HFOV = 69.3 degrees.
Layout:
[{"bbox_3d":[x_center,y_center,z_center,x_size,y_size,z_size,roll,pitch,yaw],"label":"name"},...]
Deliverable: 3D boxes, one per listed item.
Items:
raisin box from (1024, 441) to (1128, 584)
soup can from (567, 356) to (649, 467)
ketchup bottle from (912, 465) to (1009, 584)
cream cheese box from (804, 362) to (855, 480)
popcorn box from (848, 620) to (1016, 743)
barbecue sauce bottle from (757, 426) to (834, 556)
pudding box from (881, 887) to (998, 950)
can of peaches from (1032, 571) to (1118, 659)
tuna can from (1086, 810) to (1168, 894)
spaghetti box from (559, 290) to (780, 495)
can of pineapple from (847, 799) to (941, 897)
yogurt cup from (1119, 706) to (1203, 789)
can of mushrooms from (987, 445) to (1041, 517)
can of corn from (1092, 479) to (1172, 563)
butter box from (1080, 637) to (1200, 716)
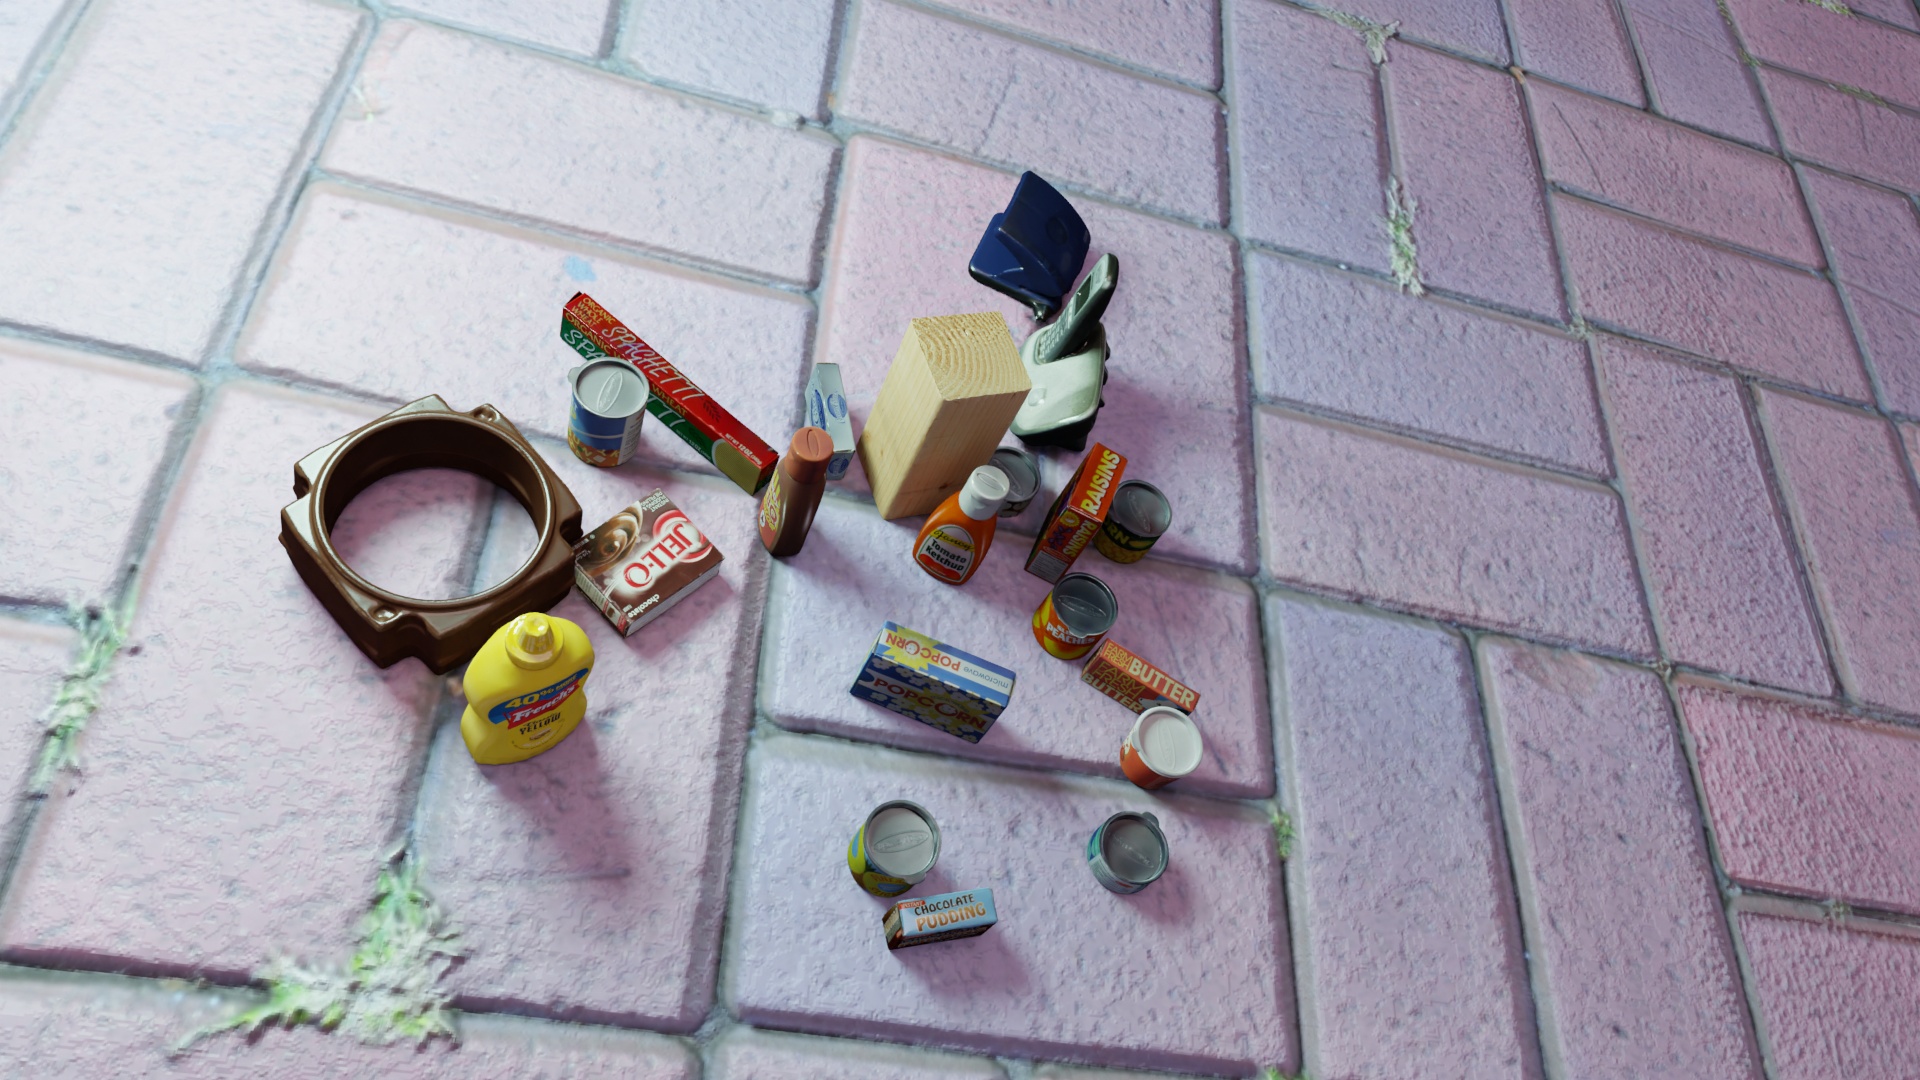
[{"bbox_3d":[0.110,-0.025,1.333,0.040,0.122,0.086,28,55,-2],"label":"raisin box"},{"bbox_3d":[-0.322,-0.116,1.253,0.071,0.083,0.071,9,58,-15],"label":"soup can"},{"bbox_3d":[0.005,-0.016,1.273,0.065,0.148,0.044,30,55,-1],"label":"ketchup bottle"},{"bbox_3d":[-0.126,-0.115,1.343,0.024,0.053,0.104,-2,61,-21],"label":"cream cheese box"},{"bbox_3d":[-0.024,0.125,1.215,0.127,0.084,0.038,23,55,-6],"label":"popcorn box"},{"bbox_3d":[-0.146,-0.046,1.236,0.044,0.147,0.065,-1,61,-21],"label":"barbecue sauce bottle"},{"bbox_3d":[-0.016,0.307,1.129,0.084,0.049,0.030,-3,62,-22],"label":"pudding box"},{"bbox_3d":[0.107,0.074,1.311,0.071,0.057,0.071,9,58,-15],"label":"can of peaches"},{"bbox_3d":[0.148,0.273,1.221,0.071,0.032,0.071,9,58,-15],"label":"tuna can"},{"bbox_3d":[-0.276,-0.138,1.304,0.250,0.050,0.029,39,55,6],"label":"spaghetti box"},{"bbox_3d":[-0.055,0.255,1.141,0.071,0.057,0.071,9,58,-15],"label":"can of pineapple"},{"bbox_3d":[0.180,0.193,1.269,0.072,0.053,0.073,9,58,-15],"label":"yogurt cup"},{"bbox_3d":[0.046,-0.059,1.385,0.071,0.033,0.071,9,58,-15],"label":"can of mushrooms"},{"bbox_3d":[0.168,-0.018,1.389,0.071,0.058,0.071,9,58,-15],"label":"can of corn"},{"bbox_3d":[0.167,0.136,1.299,0.103,0.053,0.024,32,55,0],"label":"butter box"}]
